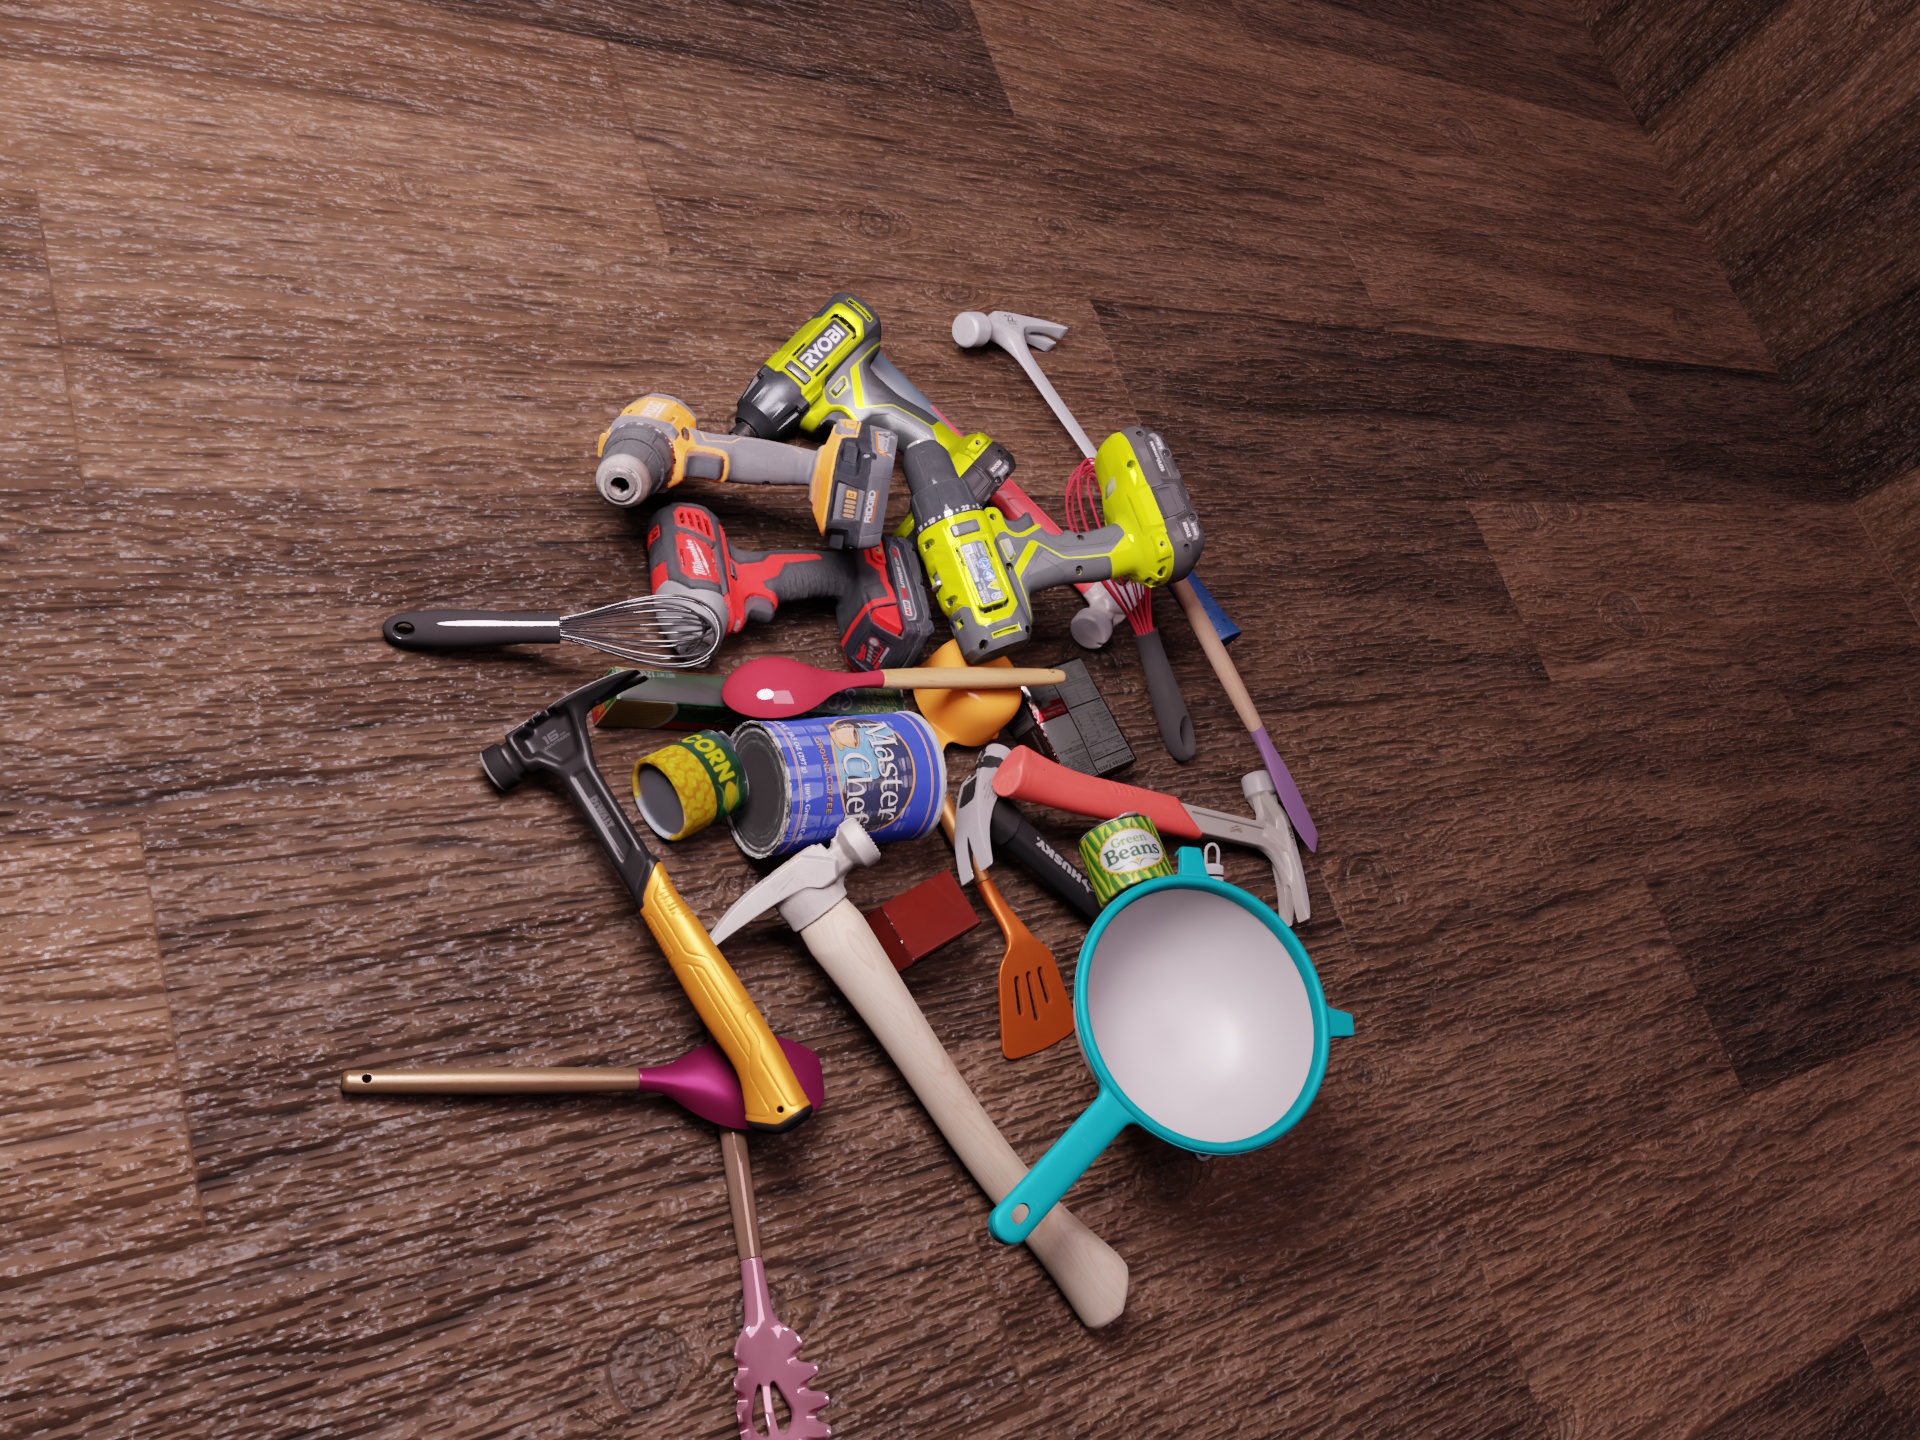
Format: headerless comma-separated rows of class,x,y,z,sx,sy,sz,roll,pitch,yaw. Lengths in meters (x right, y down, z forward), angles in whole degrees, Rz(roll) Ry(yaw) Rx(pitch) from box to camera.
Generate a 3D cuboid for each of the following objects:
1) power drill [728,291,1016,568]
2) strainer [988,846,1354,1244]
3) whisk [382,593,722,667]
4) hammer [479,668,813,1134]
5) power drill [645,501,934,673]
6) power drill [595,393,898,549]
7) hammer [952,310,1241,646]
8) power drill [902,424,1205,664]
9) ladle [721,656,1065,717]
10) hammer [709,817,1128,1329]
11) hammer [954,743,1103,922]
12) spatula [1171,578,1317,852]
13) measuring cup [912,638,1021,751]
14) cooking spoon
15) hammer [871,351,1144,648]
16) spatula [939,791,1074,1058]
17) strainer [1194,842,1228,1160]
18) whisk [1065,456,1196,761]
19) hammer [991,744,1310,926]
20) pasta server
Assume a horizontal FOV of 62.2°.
power drill,-0.078,-0.245,1.394,0.223,0.080,0.171,41,71,-3
strainer,0.126,0.267,1.187,0.211,0.095,0.340,48,60,4
whisk,-0.291,-0.064,1.149,0.239,0.055,0.055,0,64,-14
hammer,-0.194,0.127,1.086,0.127,0.034,0.337,-33,79,-3
power drill,-0.140,-0.095,1.274,0.219,0.078,0.143,6,53,-28
power drill,-0.167,-0.193,1.233,0.226,0.084,0.185,10,23,-4
hammer,0.146,-0.239,1.545,0.144,0.035,0.406,-16,68,-48
power drill,0.072,-0.168,1.340,0.228,0.080,0.190,-18,82,-17
ladle,-0.042,-0.031,1.260,0.315,0.031,0.069,-2,38,-35
hammer,-0.018,0.277,1.155,0.146,0.038,0.410,-36,94,-8
hammer,0.125,0.168,1.318,0.334,0.035,0.146,42,32,-13
spatula,0.261,-0.014,1.471,0.315,0.018,0.060,61,26,-13
measuring cup,-0.002,-0.004,1.317,0.095,0.052,0.174,39,38,-10
cooking spoon,-0.238,0.237,1.045,0.318,0.017,0.069,6,57,-26
hammer,0.026,-0.242,1.501,0.386,0.038,0.143,44,47,-5
spatula,0.002,0.115,1.294,0.081,0.041,0.323,-15,70,-40
strainer,0.206,0.229,1.298,0.087,0.050,0.258,4,79,-17
whisk,0.164,-0.099,1.456,0.073,0.073,0.295,-29,104,-41
hammer,0.171,0.088,1.377,0.358,0.036,0.149,14,56,-40
pasta server,-0.142,0.330,1.061,0.060,0.040,0.316,-1,64,-25
